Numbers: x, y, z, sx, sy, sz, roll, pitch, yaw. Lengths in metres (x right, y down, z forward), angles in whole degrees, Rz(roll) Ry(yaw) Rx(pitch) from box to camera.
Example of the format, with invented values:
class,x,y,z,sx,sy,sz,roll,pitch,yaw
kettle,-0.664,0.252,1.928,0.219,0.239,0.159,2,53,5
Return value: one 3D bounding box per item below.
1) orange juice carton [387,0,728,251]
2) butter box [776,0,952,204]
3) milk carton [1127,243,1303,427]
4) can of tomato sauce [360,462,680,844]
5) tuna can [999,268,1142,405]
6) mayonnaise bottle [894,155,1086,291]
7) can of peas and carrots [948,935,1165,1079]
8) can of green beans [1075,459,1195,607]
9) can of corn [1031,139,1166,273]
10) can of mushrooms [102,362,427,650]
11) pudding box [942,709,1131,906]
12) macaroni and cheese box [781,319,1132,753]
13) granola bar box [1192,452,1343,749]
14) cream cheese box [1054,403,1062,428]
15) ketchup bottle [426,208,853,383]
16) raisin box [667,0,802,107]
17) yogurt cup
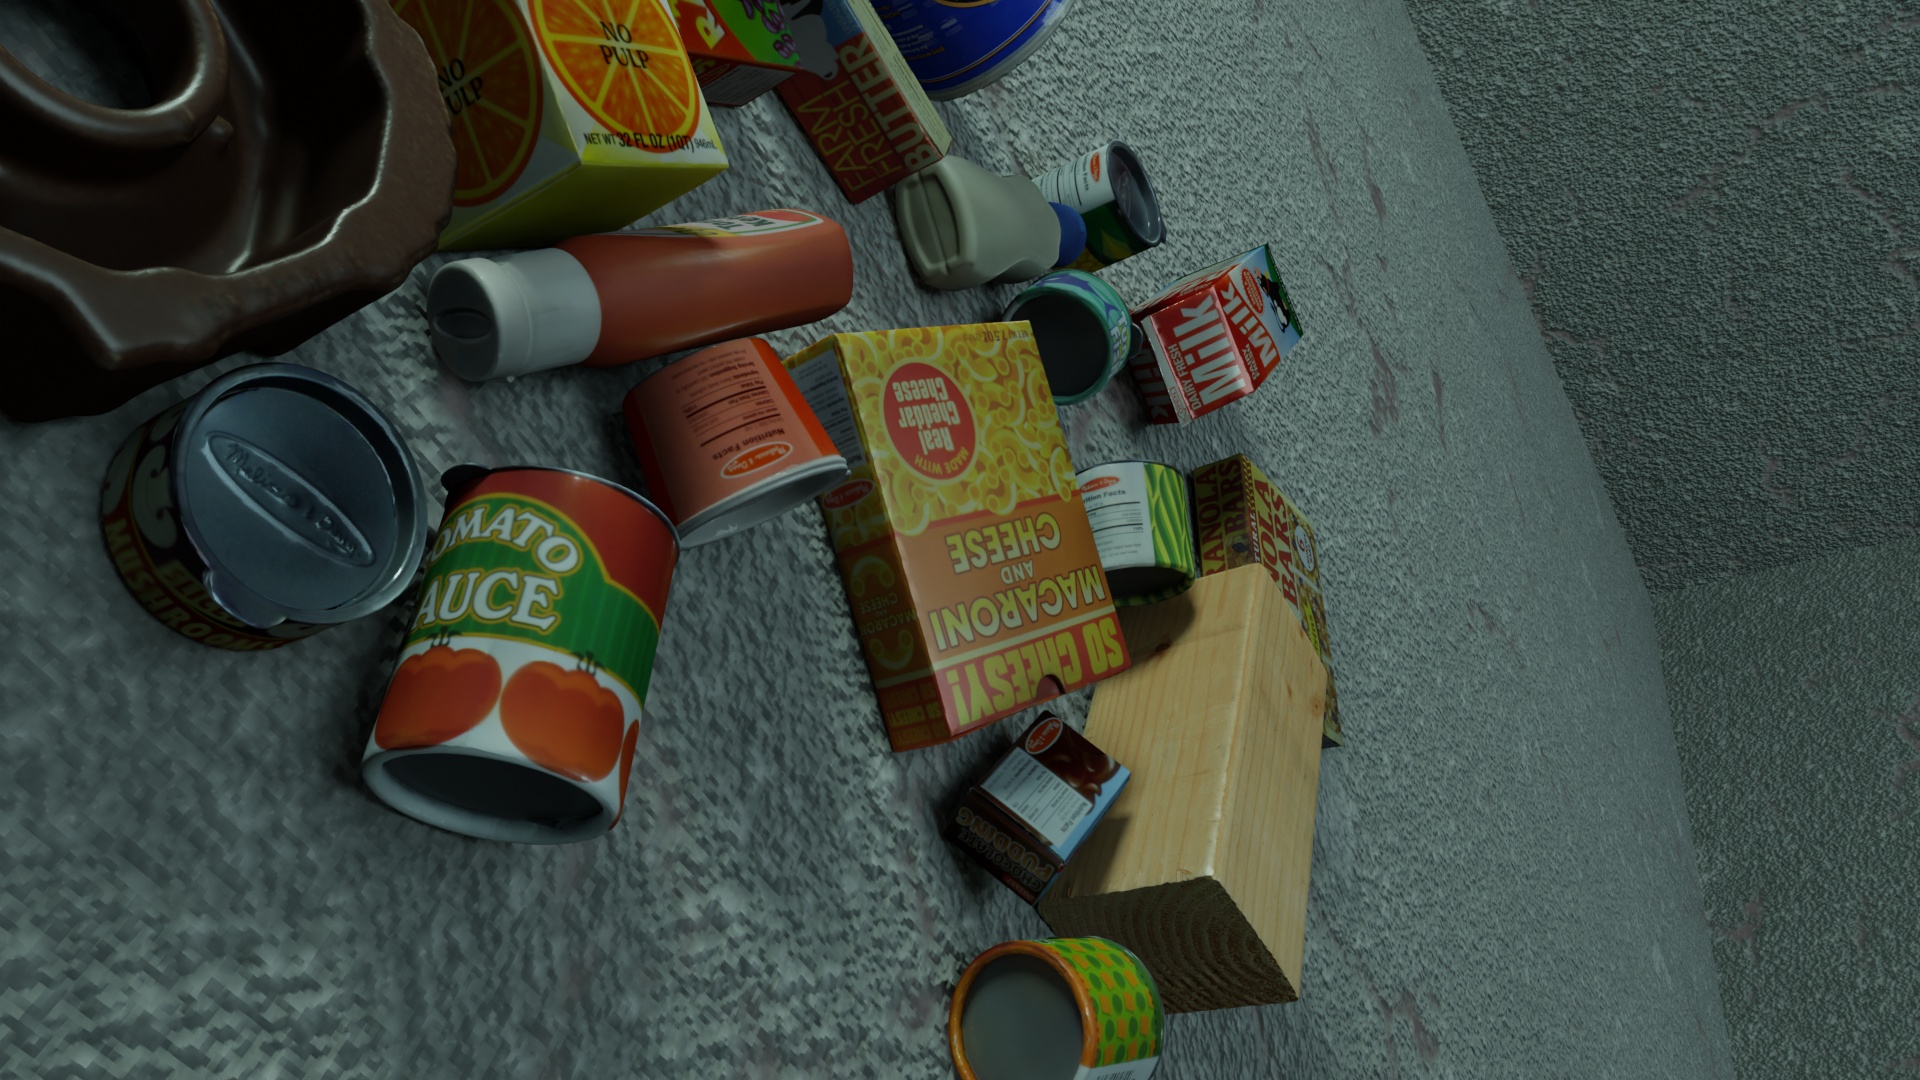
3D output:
class,x,y,z,sx,sy,sz,roll,pitch,yaw
orange juice carton,-0.152,-0.193,0.433,0.072,0.073,0.192,-25,95,-59
butter box,-0.052,-0.206,0.621,0.103,0.053,0.024,55,32,-28
milk carton,0.159,-0.132,0.902,0.191,0.073,0.072,-40,109,-57
can of tomato sauce,-0.117,0.031,0.375,0.071,0.071,0.083,40,43,-42
tuna can,0.057,-0.105,0.726,0.071,0.071,0.033,64,33,-14
mayonnaise bottle,0.021,-0.163,0.730,0.148,0.041,0.064,-16,90,-61
can of peas and carrots,0.036,0.187,0.543,0.059,0.071,0.071,20,58,-53
can of green beans,0.087,-0.003,0.723,0.071,0.071,0.058,27,53,-51
can of corn,0.080,-0.192,0.822,0.071,0.058,0.071,34,47,-46
can of mushrooms,-0.170,-0.006,0.341,0.071,0.033,0.071,35,46,-47
pudding box,0.035,0.112,0.593,0.050,0.030,0.084,36,29,12
macaroni and cheese box,0.002,-0.007,0.592,0.124,0.040,0.166,-14,85,-47
granola bar box,0.200,0.044,0.909,0.124,0.039,0.166,34,47,-47
cream cheese box,0.033,-0.028,0.690,0.053,0.024,0.104,24,54,-50
ketchup bottle,-0.104,-0.083,0.466,0.149,0.064,0.043,-26,115,-51
raisin box,-0.122,-0.215,0.528,0.124,0.040,0.086,-25,97,-61
yogurt cup,-0.080,-0.034,0.475,0.072,0.072,0.054,-20,84,-60
